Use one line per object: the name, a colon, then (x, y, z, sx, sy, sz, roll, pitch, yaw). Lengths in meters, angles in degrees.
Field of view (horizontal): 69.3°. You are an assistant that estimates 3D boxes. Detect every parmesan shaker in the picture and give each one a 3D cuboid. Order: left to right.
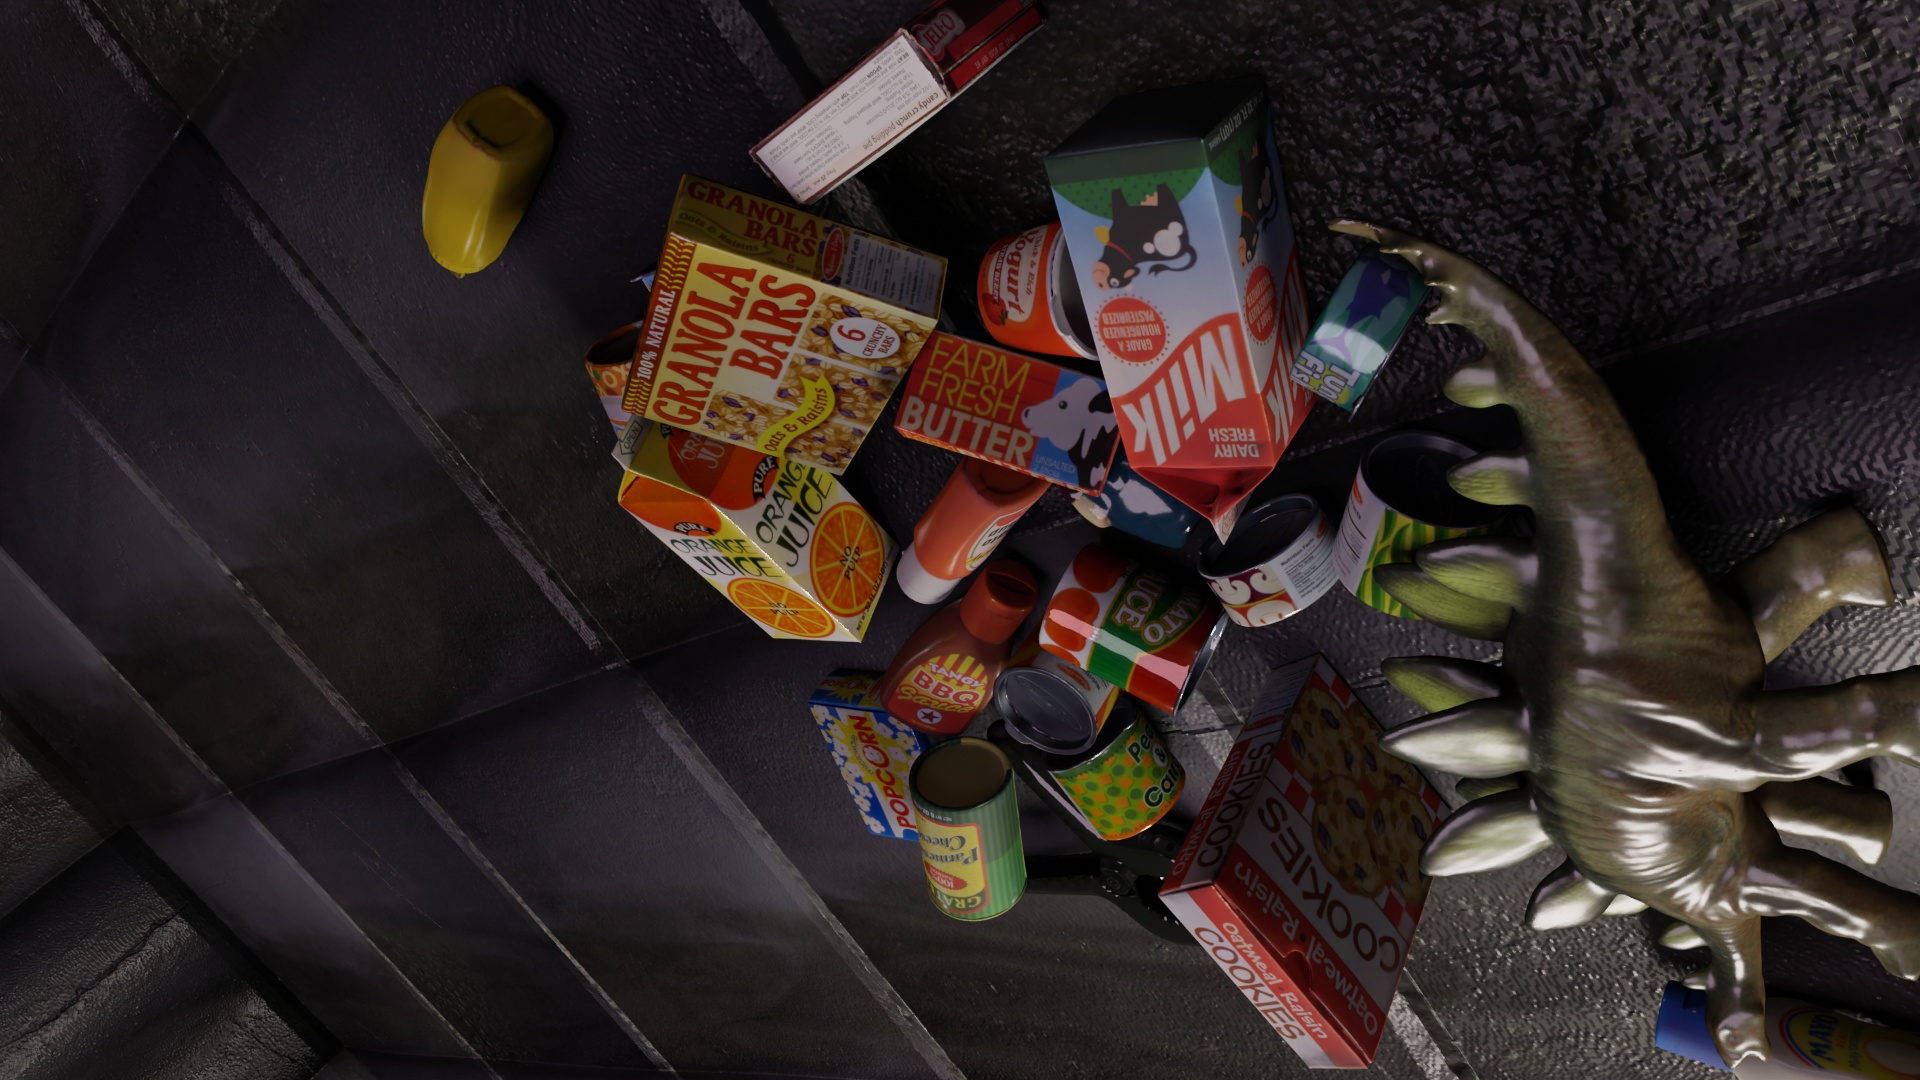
parmesan shaker: (0.003, 0.183, 0.891, 0.071, 0.072, 0.102, 13, 131, 27)

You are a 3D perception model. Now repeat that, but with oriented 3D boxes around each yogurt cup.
yogurt cup: (0.045, -0.117, 0.646, 0.054, 0.073, 0.072, 3, 127, 44)

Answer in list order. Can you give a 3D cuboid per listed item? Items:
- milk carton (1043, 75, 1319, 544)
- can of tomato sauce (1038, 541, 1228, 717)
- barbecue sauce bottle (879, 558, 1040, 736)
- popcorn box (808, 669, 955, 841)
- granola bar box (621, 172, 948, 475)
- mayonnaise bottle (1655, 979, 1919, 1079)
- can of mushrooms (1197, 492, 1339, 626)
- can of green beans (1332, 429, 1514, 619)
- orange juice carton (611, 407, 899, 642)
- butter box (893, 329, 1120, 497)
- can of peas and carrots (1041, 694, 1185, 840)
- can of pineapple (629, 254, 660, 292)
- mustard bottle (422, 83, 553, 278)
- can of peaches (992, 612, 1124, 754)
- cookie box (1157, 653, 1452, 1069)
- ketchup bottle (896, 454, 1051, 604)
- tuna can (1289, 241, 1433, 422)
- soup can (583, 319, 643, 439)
milk carton: (0.107, -0.095, 0.611, 0.073, 0.073, 0.189, 2, 126, 34)
can of tomato sauce: (0.094, 0.045, 0.746, 0.083, 0.071, 0.070, 26, 136, 16)
barbecue sauce bottle: (0.003, 0.065, 0.845, 0.065, 0.044, 0.147, 22, 139, -10)
popcorn box: (-0.043, 0.150, 0.957, 0.085, 0.038, 0.126, 1, 125, 34)
granola bar box: (-0.091, -0.099, 0.677, 0.124, 0.039, 0.164, 16, 153, -14)
mayonnaise bottle: (0.430, 0.260, 0.691, 0.148, 0.065, 0.041, 11, 123, 34)
can of mushrooms: (0.150, 0.009, 0.675, 0.071, 0.071, 0.033, -20, 113, 44)
can of green beans: (0.205, -0.007, 0.620, 0.071, 0.071, 0.057, 22, 136, 19)
orange juice carton: (-0.123, -0.020, 0.798, 0.073, 0.072, 0.192, -1, 146, 36)
butter box: (0.025, -0.061, 0.657, 0.103, 0.053, 0.024, 18, 178, 9)
can of peas and carrots: (0.093, 0.134, 0.824, 0.070, 0.071, 0.058, -22, 111, 45)
can of pineapple: (-0.133, -0.136, 0.755, 0.071, 0.071, 0.057, -9, 119, 41)
mustard bottle: (-0.286, -0.199, 0.818, 0.049, 0.066, 0.159, 41, 142, -8)
can of peaches: (0.060, 0.082, 0.809, 0.071, 0.058, 0.070, 20, 135, 21)
cookie box: (0.181, 0.158, 0.702, 0.123, 0.168, 0.040, 49, 137, -10)
ketchup bottle: (0.003, -0.010, 0.772, 0.043, 0.065, 0.148, 47, 148, 6)
tuna can: (0.166, -0.086, 0.577, 0.033, 0.071, 0.070, 32, 138, 12)
soup can: (-0.181, -0.082, 0.833, 0.071, 0.072, 0.083, 5, 127, 33)
